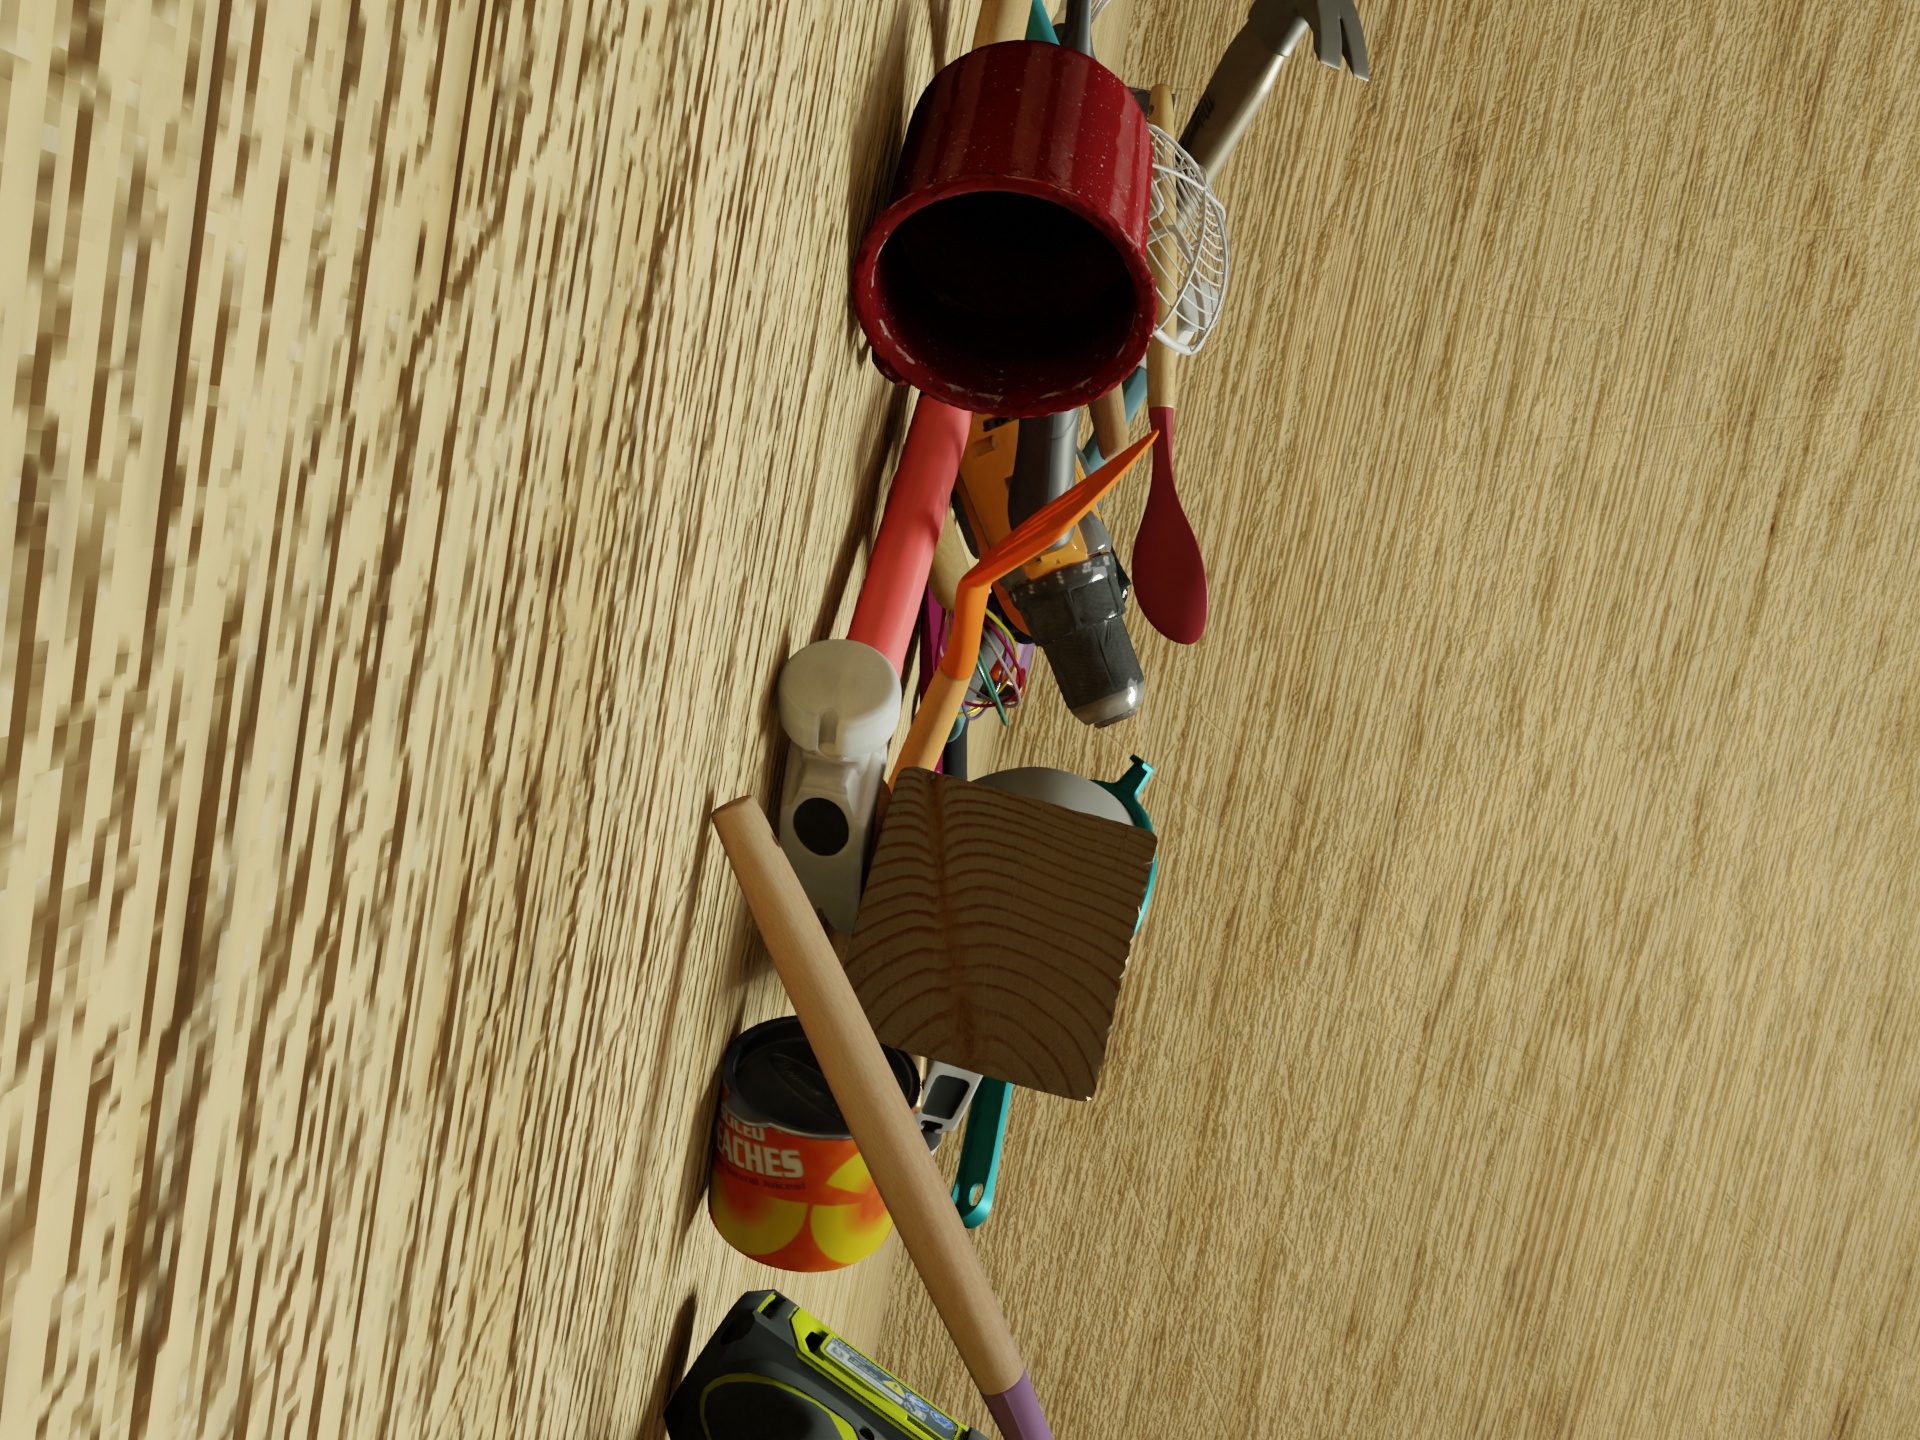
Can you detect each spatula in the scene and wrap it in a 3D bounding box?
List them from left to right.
[{"bbox_3d":[-0.001,-0.002,0.700,0.081,0.041,0.322,-48,167,-42],"label":"spatula"},{"bbox_3d":[0.001,0.165,0.448,0.060,0.018,0.316,-110,176,-82],"label":"spatula"},{"bbox_3d":[0.051,-0.266,0.687,0.082,0.044,0.317,104,-22,-81],"label":"spatula"}]

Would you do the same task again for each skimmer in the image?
[{"bbox_3d":[0.056,-0.247,0.888,0.127,0.090,0.363,59,-9,-12],"label":"skimmer"}]

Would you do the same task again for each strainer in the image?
[{"bbox_3d":[0.010,0.152,1.034,0.095,0.211,0.341,44,40,-30],"label":"strainer"}]

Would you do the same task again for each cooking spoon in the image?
[{"bbox_3d":[-0.019,0.054,0.873,0.068,0.017,0.319,62,28,-62],"label":"cooking spoon"}]

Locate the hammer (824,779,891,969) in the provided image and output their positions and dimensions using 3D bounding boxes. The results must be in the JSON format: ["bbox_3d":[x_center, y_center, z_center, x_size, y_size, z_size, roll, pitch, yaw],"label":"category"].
[{"bbox_3d":[-0.054,0.133,0.778,0.331,0.031,0.130,97,5,-51],"label":"hammer"}]

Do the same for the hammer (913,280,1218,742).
[{"bbox_3d":[0.064,-0.132,1.039,0.331,0.033,0.128,-60,-172,-11],"label":"hammer"}]

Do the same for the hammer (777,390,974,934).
[{"bbox_3d":[-0.012,-0.101,0.649,0.143,0.038,0.387,99,3,-51],"label":"hammer"}]

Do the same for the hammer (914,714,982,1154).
[{"bbox_3d":[-0.007,0.094,0.965,0.335,0.035,0.146,-90,-160,-52],"label":"hammer"}]

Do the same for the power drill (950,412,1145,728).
[{"bbox_3d":[0.051,-0.087,0.875,0.226,0.084,0.185,-17,86,-86],"label":"power drill"}]

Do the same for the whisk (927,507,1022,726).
[{"bbox_3d":[-0.002,-0.053,0.804,0.244,0.047,0.051,67,10,-67],"label":"whisk"}]

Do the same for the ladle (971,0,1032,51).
[{"bbox_3d":[0.003,-0.239,0.522,0.320,0.062,0.078,150,-45,-85],"label":"ladle"}]

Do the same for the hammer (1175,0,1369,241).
[{"bbox_3d":[0.106,-0.267,0.973,0.410,0.038,0.146,123,-33,-42],"label":"hammer"}]

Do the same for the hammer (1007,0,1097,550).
[{"bbox_3d":[0.044,-0.244,0.563,0.149,0.036,0.408,-97,-172,-54],"label":"hammer"}]

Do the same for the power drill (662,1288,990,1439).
[{"bbox_3d":[-0.026,0.256,0.462,0.080,0.171,0.223,-57,171,-2],"label":"power drill"}]

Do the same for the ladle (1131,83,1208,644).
[{"bbox_3d":[0.114,-0.200,0.890,0.069,0.031,0.315,174,-84,-68],"label":"ladle"}]

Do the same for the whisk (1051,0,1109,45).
[{"bbox_3d":[0.069,-0.415,0.918,0.070,0.070,0.285,96,11,-58],"label":"whisk"}]
